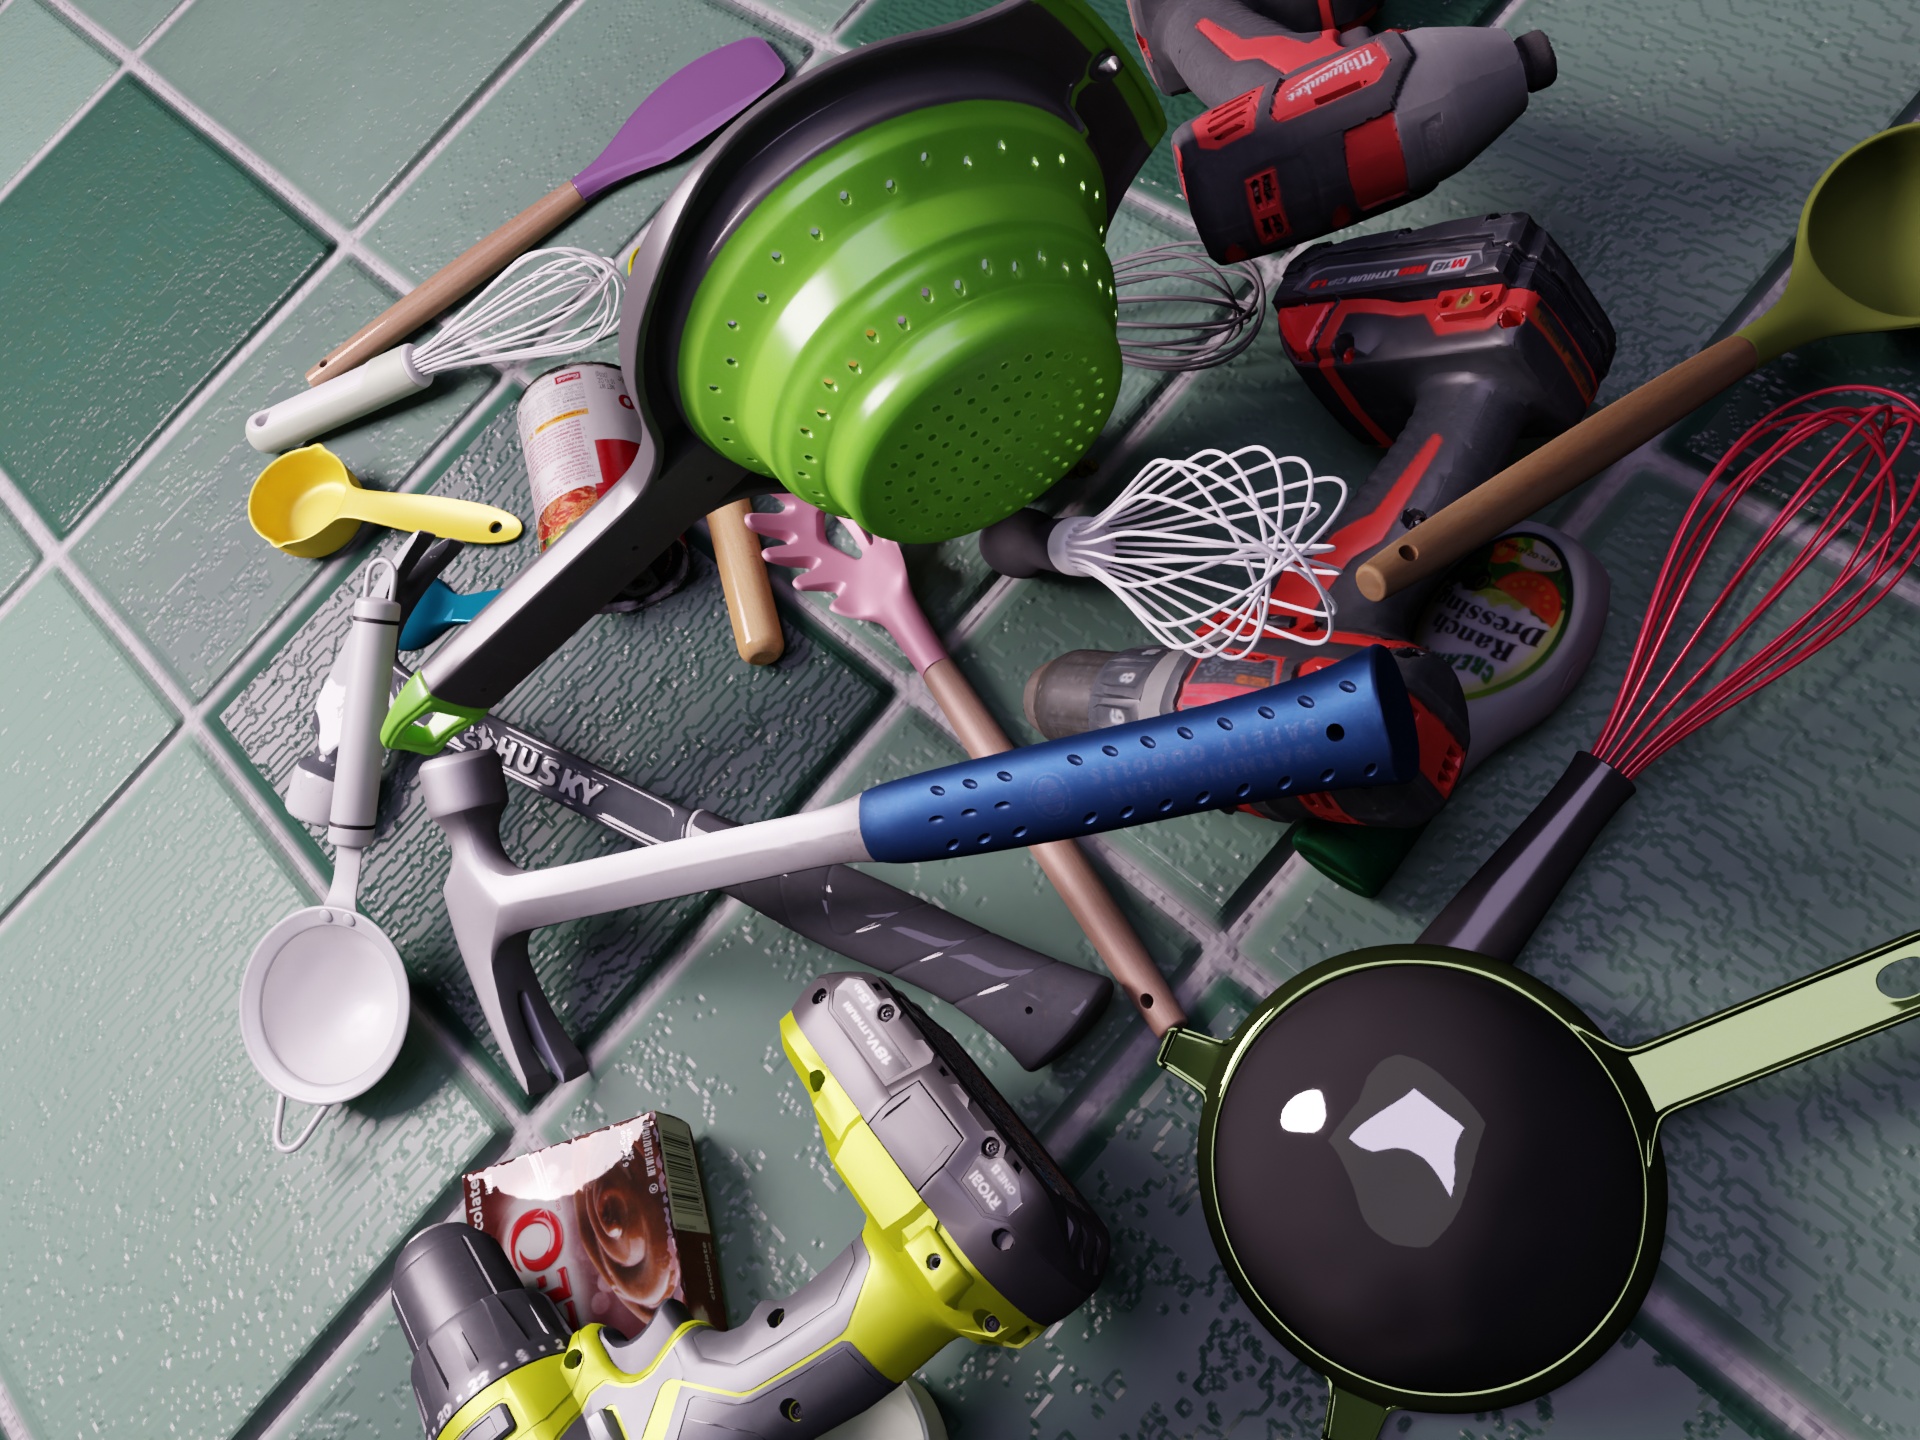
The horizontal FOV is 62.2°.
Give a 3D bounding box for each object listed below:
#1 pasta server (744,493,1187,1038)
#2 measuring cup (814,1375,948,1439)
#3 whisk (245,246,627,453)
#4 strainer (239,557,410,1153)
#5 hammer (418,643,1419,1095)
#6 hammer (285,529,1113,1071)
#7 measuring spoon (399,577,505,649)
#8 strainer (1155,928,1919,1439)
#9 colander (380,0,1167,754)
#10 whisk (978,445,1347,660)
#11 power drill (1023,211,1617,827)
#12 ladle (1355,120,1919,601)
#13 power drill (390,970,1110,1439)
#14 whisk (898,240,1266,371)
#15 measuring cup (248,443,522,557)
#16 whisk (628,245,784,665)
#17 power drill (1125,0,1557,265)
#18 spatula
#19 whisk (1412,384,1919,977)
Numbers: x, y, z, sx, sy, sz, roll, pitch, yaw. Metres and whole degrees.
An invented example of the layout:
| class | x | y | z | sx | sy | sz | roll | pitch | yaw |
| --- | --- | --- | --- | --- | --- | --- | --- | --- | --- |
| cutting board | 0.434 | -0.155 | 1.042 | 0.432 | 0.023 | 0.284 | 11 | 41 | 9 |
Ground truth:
| class | x | y | z | sx | sy | sz | roll | pitch | yaw |
| --- | --- | --- | --- | --- | --- | --- | --- | --- | --- |
| pasta server | -0.001 | -0.002 | 0.658 | 0.060 | 0.040 | 0.316 | -46 | 59 | 22 |
| measuring cup | -0.024 | 0.222 | 0.571 | 0.083 | 0.038 | 0.168 | 12 | 67 | 26 |
| whisk | -0.284 | -0.193 | 0.847 | 0.246 | 0.059 | 0.058 | -18 | 50 | 18 |
| strainer | -0.265 | 0.057 | 0.697 | 0.087 | 0.050 | 0.258 | 9 | 93 | 16 |
| hammer | -0.038 | 0.046 | 0.573 | 0.405 | 0.035 | 0.144 | -14 | 89 | 30 |
| hammer | -0.121 | 0.041 | 0.673 | 0.409 | 0.036 | 0.149 | 22 | 95 | 24 |
| measuring spoon | -0.239 | -0.060 | 0.784 | 0.128 | 0.021 | 0.042 | -2 | 67 | 21 |
| strainer | 0.189 | 0.122 | 0.490 | 0.256 | 0.069 | 0.152 | -27 | 71 | 15 |
| colander | -0.070 | -0.082 | 0.594 | 0.397 | 0.204 | 0.095 | -39 | 66 | 18 |
| whisk | 0.055 | -0.061 | 0.567 | 0.070 | 0.070 | 0.285 | -50 | 16 | -5 |
| power drill | 0.128 | -0.070 | 0.601 | 0.188 | 0.080 | 0.227 | 8 | 67 | 51 |
| ladle | 0.254 | -0.122 | 0.538 | 0.320 | 0.062 | 0.078 | -30 | 67 | -23 |
| power drill | -0.082 | 0.196 | 0.540 | 0.228 | 0.080 | 0.191 | -42 | 56 | -2 |
| whisk | 0.025 | -0.188 | 0.726 | 0.239 | 0.055 | 0.055 | 7 | 70 | 28 |
| measuring cup | -0.296 | -0.105 | 0.831 | 0.156 | 0.029 | 0.062 | 10 | 71 | 12 |
| whisk | -0.123 | -0.134 | 0.762 | 0.051 | 0.047 | 0.245 | -21 | 65 | 10 |
| power drill | 0.148 | -0.282 | 0.665 | 0.143 | 0.078 | 0.220 | -19 | 44 | 12 |
| spatula | -0.233 | -0.280 | 0.882 | 0.316 | 0.018 | 0.060 | -36 | 59 | 2 |
| whisk | 0.238 | 0.003 | 0.555 | 0.073 | 0.073 | 0.296 | 38 | 91 | 30 |
